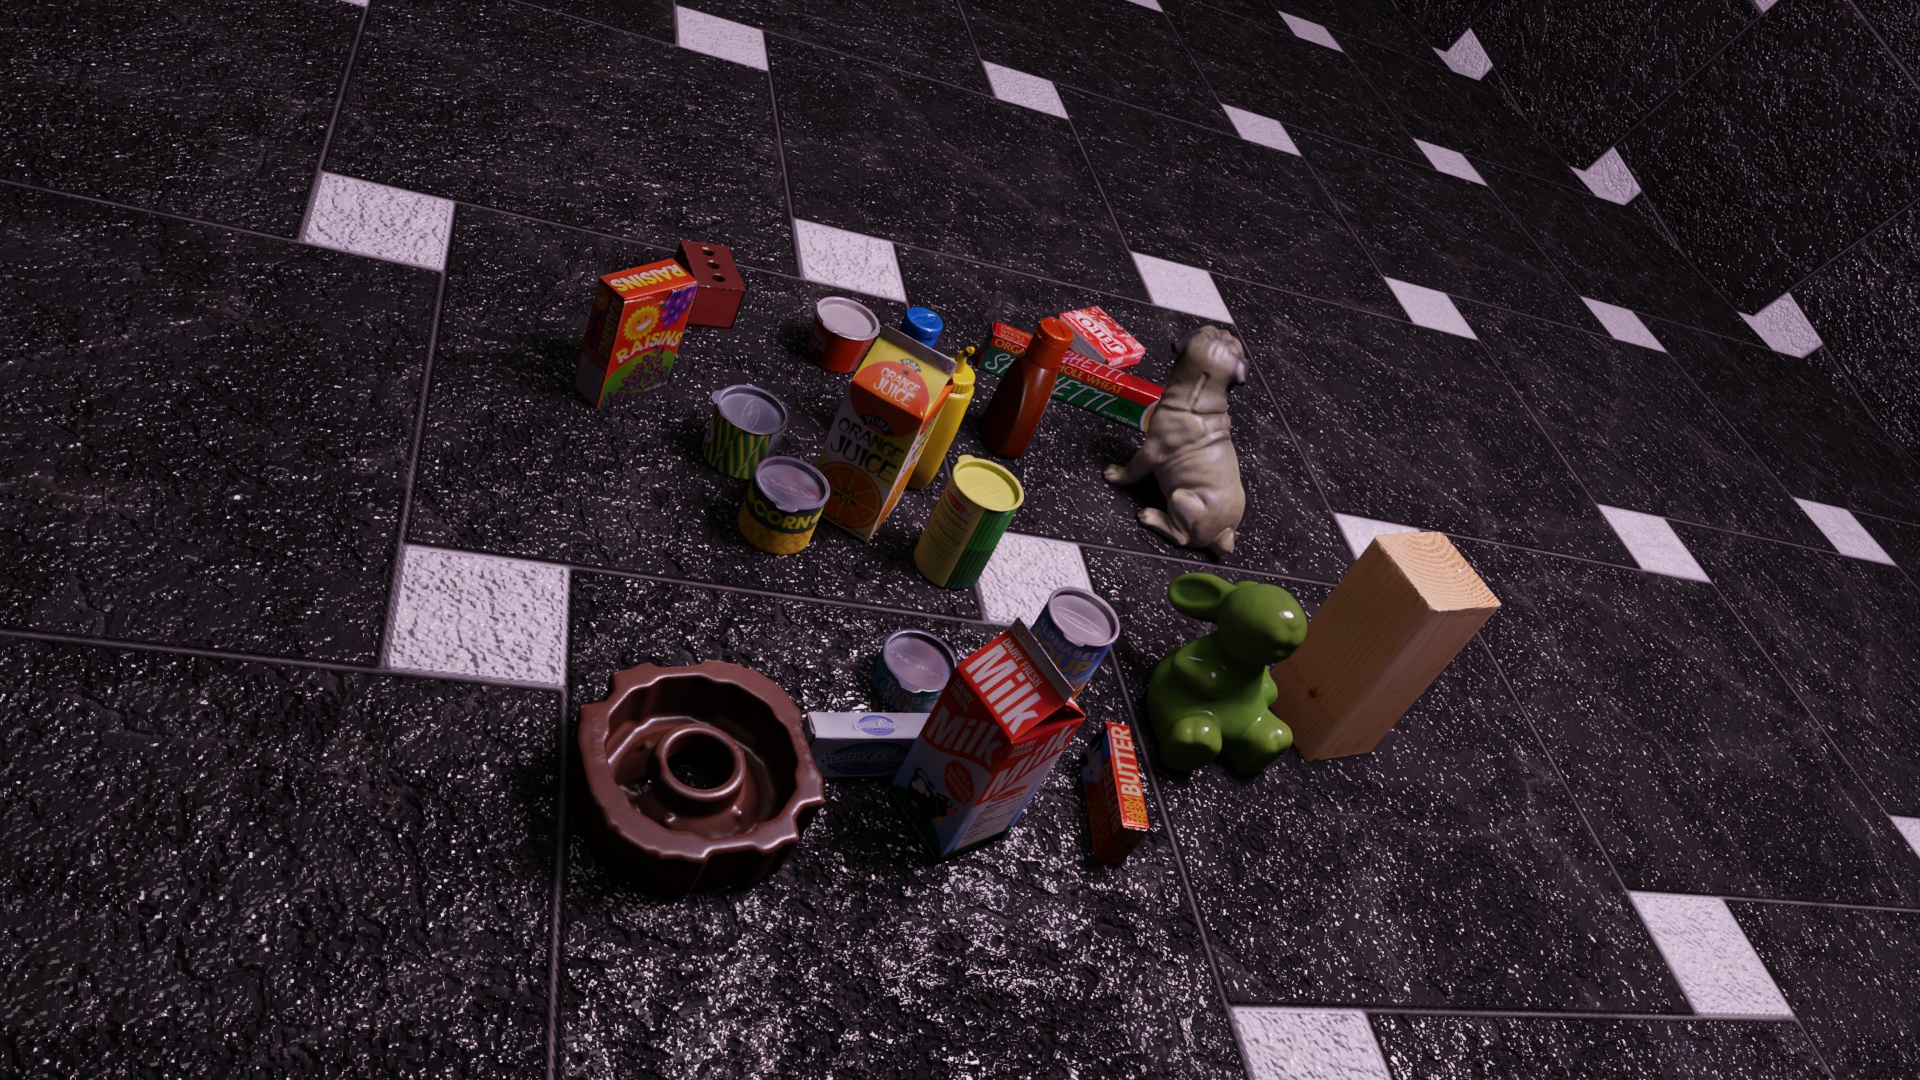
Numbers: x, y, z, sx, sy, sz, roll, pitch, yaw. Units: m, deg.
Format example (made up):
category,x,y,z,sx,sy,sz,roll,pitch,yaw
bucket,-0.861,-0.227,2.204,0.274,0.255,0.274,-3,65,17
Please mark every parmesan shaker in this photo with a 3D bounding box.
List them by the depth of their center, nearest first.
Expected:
category,x,y,z,sx,sy,sz,roll,pitch,yaw
parmesan shaker,0.004,-0.016,1.237,0.071,0.102,0.072,16,39,-14

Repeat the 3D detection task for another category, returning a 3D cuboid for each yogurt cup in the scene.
category,x,y,z,sx,sy,sz,roll,pitch,yaw
yogurt cup,-0.123,-0.208,1.419,0.072,0.053,0.073,16,39,-14

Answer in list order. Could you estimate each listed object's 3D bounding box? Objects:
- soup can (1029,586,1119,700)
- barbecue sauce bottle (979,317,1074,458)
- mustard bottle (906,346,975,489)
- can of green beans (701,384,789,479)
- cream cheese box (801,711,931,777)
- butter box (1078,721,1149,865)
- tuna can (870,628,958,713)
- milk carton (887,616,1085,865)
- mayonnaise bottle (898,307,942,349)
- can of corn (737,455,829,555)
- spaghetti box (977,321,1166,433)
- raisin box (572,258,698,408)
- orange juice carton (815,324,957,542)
category,x,y,z,sx,sy,sz,roll,pitch,yaw
soup can,0.087,0.092,1.179,0.071,0.083,0.072,16,39,-14
barbecue sauce bottle,0.067,-0.155,1.395,0.044,0.147,0.065,3,44,-28
mustard bottle,-0.022,-0.122,1.295,0.049,0.159,0.066,19,39,-11
can of green beans,-0.194,-0.097,1.249,0.071,0.057,0.071,16,39,-14
cream cheese box,-0.072,0.153,1.041,0.104,0.053,0.024,4,44,-27
butter box,0.121,0.200,1.101,0.024,0.052,0.104,14,40,-17
tuna can,-0.038,0.108,1.128,0.071,0.032,0.071,16,39,-14
milk carton,0.023,0.142,0.999,0.074,0.189,0.072,-12,53,-39
mayonnaise bottle,-0.059,-0.152,1.318,0.065,0.147,0.041,-16,55,-41
can of corn,-0.153,-0.028,1.194,0.071,0.058,0.071,16,39,-14
spaghetti box,0.141,-0.173,1.538,0.250,0.050,0.029,20,39,-9
raisin box,-0.290,-0.184,1.238,0.040,0.122,0.086,42,40,18
orange juice carton,-0.068,-0.098,1.216,0.072,0.191,0.073,30,38,3
